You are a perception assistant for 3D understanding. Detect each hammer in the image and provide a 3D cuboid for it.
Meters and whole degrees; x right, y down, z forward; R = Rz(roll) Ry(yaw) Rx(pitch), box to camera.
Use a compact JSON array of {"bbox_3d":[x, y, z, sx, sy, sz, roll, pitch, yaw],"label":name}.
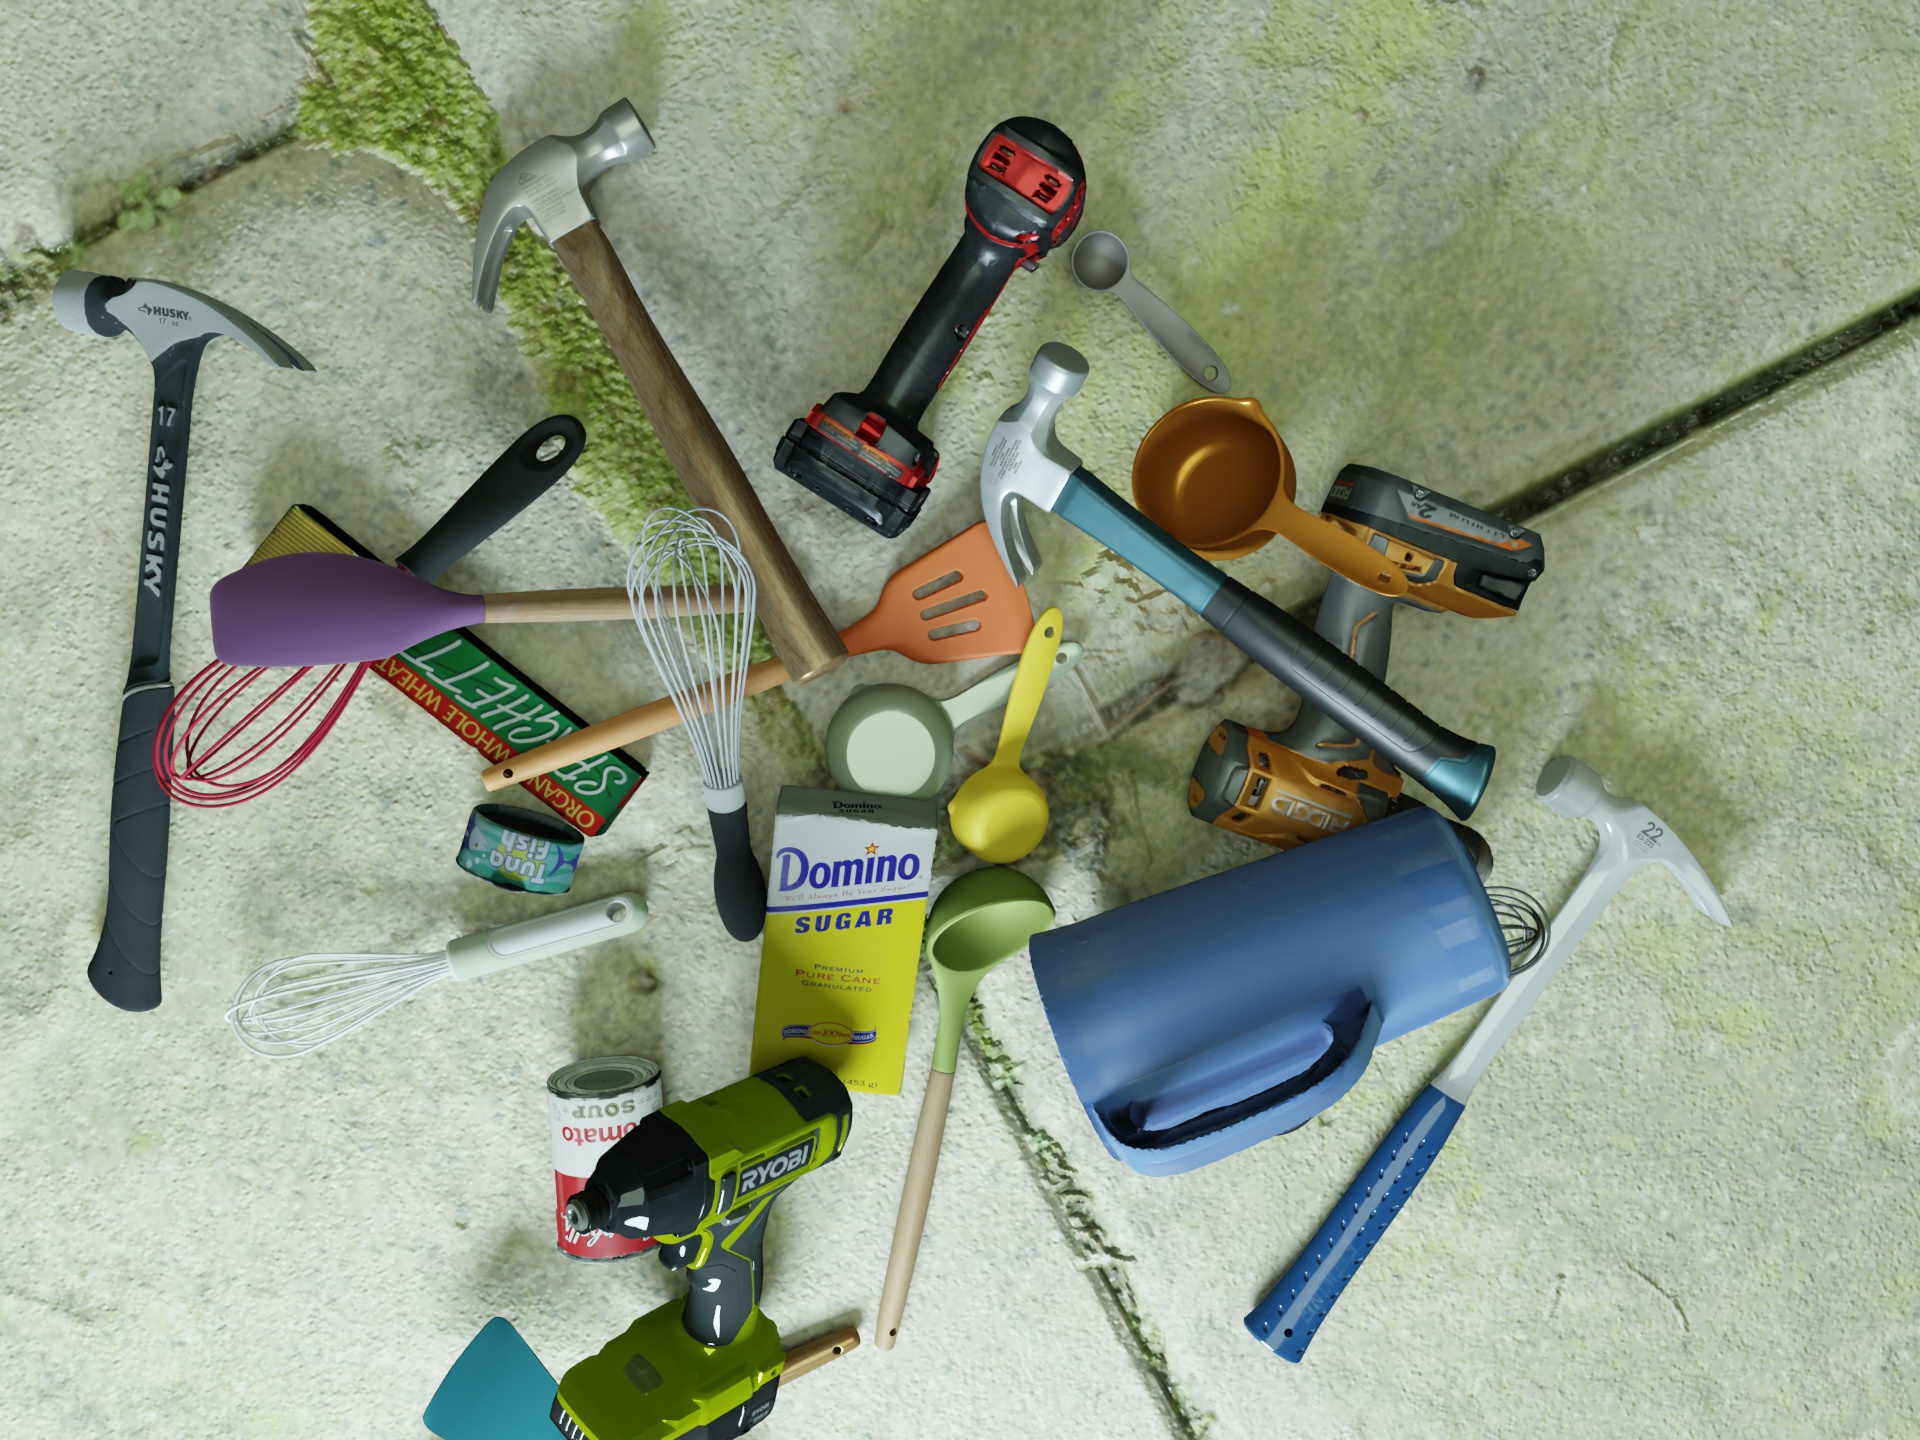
[{"bbox_3d":[0.313,0.226,0.984,0.144,0.035,0.405,34,94,-7],"label":"hammer"},{"bbox_3d":[-0.159,-0.169,0.881,0.130,0.031,0.331,-29,90,3],"label":"hammer"},{"bbox_3d":[-0.445,-0.034,0.884,0.149,0.036,0.409,12,100,15],"label":"hammer"},{"bbox_3d":[0.149,-0.060,0.862,0.331,0.033,0.128,37,130,7],"label":"hammer"}]

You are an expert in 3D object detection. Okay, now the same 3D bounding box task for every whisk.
[{"bbox_3d":[-0.313,-0.066,0.862,0.073,0.073,0.296,45,73,-8],"label":"whisk"},{"bbox_3d":[0.226,0.141,0.946,0.239,0.055,0.055,-12,99,12],"label":"whisk"},{"bbox_3d":[-0.303,0.142,0.926,0.246,0.059,0.058,-15,71,-6],"label":"whisk"},{"bbox_3d":[-0.133,0.013,0.872,0.070,0.070,0.284,-6,124,-3],"label":"whisk"}]

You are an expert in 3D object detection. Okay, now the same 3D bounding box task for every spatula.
[{"bbox_3d":[-0.170,0.468,0.970,0.317,0.044,0.082,34,93,-20],"label":"spatula"},{"bbox_3d":[-0.116,-0.024,0.906,0.322,0.041,0.081,-22,99,-10],"label":"spatula"},{"bbox_3d":[-0.232,-0.064,0.861,0.315,0.018,0.060,-4,83,-25],"label":"spatula"}]

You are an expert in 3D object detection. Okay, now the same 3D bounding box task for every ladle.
[{"bbox_3d":[-0.009,0.239,0.954,0.078,0.062,0.320,5,102,-34],"label":"ladle"}]

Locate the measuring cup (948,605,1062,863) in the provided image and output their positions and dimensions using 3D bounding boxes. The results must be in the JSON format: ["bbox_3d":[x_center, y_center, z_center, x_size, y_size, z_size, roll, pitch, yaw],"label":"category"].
[{"bbox_3d":[0.038,0.011,0.920,0.062,0.029,0.156,6,109,-30],"label":"measuring cup"}]

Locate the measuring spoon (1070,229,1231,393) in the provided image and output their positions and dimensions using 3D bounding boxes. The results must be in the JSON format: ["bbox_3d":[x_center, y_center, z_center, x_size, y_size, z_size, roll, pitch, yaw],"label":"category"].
[{"bbox_3d":[0.111,-0.234,0.923,0.124,0.018,0.034,41,93,-15],"label":"measuring spoon"}]

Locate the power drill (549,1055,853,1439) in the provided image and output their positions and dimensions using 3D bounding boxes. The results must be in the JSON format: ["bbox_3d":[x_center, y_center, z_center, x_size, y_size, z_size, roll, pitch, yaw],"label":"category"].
[{"bbox_3d":[-0.153,0.308,0.884,0.080,0.171,0.223,30,118,35],"label":"power drill"}]

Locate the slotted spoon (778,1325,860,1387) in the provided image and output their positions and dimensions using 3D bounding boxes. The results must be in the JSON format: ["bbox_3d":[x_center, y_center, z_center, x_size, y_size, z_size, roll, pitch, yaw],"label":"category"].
[{"bbox_3d":[-0.207,0.444,0.982,0.314,0.031,0.070,-24,103,-2],"label":"slotted spoon"}]

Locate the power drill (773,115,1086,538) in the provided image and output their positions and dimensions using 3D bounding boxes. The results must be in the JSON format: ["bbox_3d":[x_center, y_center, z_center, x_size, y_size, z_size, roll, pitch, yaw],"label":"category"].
[{"bbox_3d":[-0.007,-0.213,0.858,0.078,0.143,0.219,32,101,-3],"label":"power drill"}]

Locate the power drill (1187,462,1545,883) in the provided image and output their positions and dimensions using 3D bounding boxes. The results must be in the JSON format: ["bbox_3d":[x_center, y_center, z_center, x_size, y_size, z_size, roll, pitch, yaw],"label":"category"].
[{"bbox_3d":[0.257,-0.015,0.928,0.185,0.084,0.226,21,100,-7],"label":"power drill"}]

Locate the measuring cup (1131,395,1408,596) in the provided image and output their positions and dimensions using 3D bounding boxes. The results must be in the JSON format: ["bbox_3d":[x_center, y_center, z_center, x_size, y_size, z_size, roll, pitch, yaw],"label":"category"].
[{"bbox_3d":[0.178,-0.112,0.887,0.174,0.052,0.095,36,97,23],"label":"measuring cup"}]

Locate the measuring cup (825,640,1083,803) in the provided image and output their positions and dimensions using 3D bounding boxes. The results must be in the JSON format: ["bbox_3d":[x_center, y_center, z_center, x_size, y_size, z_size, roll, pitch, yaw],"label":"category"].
[{"bbox_3d":[-0.001,-0.003,0.929,0.167,0.038,0.083,-27,98,2],"label":"measuring cup"}]
